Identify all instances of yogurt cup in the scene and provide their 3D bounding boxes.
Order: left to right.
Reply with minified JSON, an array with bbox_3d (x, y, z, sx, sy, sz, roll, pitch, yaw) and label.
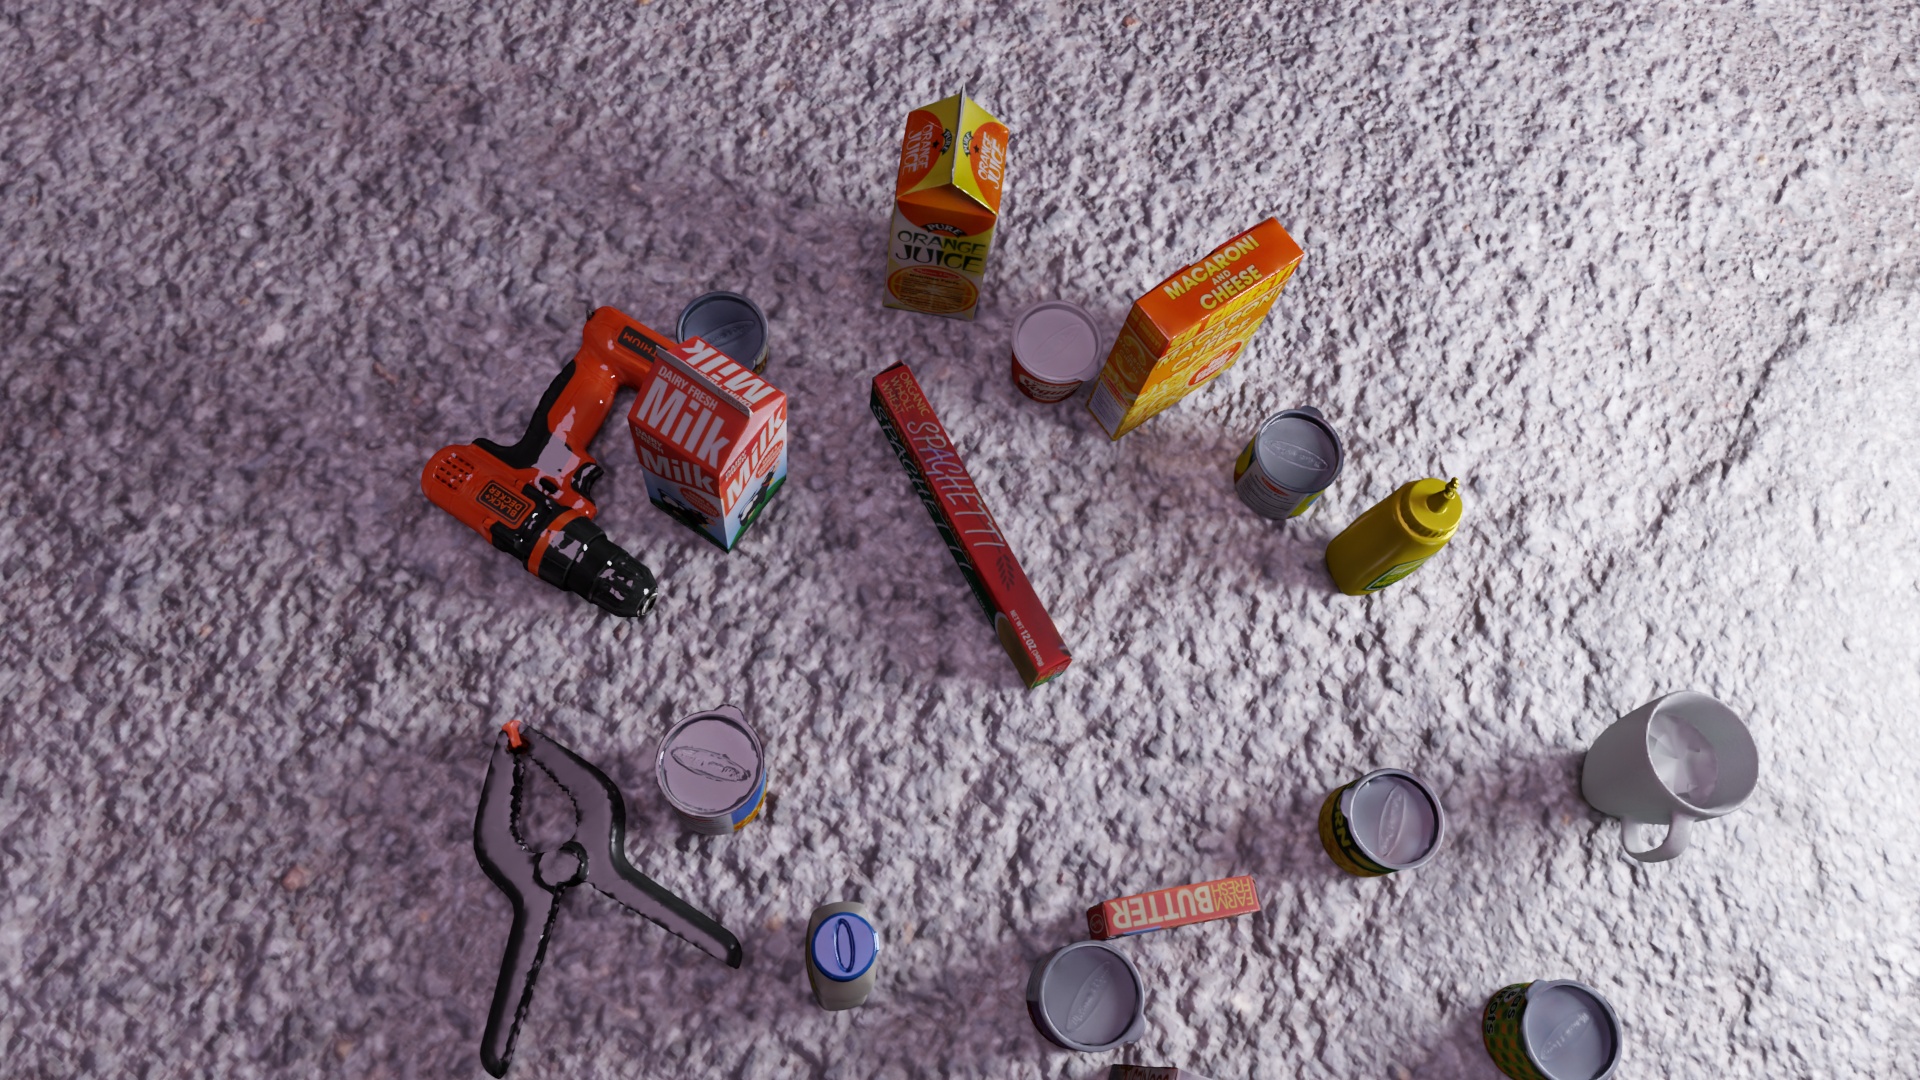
[{"bbox_3d":[0.068,-0.137,1.034,0.072,0.053,0.072,2,70,-6],"label":"yogurt cup"}]

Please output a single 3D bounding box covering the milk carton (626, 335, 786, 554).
[{"bbox_3d":[-0.163,-0.066,0.908,0.072,0.190,0.074,33,70,6],"label":"milk carton"}]

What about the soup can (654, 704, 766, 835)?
[{"bbox_3d":[-0.156,0.148,0.887,0.071,0.083,0.071,2,70,-6],"label":"soup can"}]

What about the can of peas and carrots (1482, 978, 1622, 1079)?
[{"bbox_3d":[0.380,0.318,0.900,0.071,0.058,0.071,2,70,-6],"label":"can of peas and carrots"}]

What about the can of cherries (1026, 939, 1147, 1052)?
[{"bbox_3d":[0.079,0.290,0.876,0.071,0.058,0.072,2,70,-6],"label":"can of cherries"}]

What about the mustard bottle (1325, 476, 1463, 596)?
[{"bbox_3d":[0.305,-0.007,0.956,0.065,0.159,0.049,-20,74,-13],"label":"mustard bottle"}]

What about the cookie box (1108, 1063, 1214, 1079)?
[{"bbox_3d":[0.159,0.342,0.807,0.123,0.166,0.040,17,70,0],"label":"cookie box"}]

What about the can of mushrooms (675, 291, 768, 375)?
[{"bbox_3d":[-0.173,-0.144,1.019,0.071,0.033,0.071,2,70,-6],"label":"can of mushrooms"}]

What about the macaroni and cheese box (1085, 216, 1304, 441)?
[{"bbox_3d":[0.162,-0.147,0.988,0.124,0.166,0.040,-33,77,-16],"label":"macaroni and cheese box"}]

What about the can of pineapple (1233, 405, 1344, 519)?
[{"bbox_3d":[0.241,-0.056,1.022,0.071,0.057,0.071,2,70,-6],"label":"can of pineapple"}]

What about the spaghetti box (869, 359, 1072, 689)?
[{"bbox_3d":[0.004,-0.012,0.982,0.029,0.050,0.250,-25,75,-14],"label":"spaghetti box"}]

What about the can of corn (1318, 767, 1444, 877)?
[{"bbox_3d":[0.279,0.190,0.935,0.071,0.058,0.071,2,70,-6],"label":"can of corn"}]

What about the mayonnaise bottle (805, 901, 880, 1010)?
[{"bbox_3d":[-0.071,0.245,0.827,0.041,0.147,0.065,-6,71,-9],"label":"mayonnaise bottle"}]

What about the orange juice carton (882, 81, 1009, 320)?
[{"bbox_3d":[-0.011,-0.237,0.987,0.073,0.192,0.072,9,70,-3],"label":"orange juice carton"}]

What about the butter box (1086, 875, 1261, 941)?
[{"bbox_3d":[0.138,0.240,0.904,0.104,0.053,0.024,-8,71,-9],"label":"butter box"}]
